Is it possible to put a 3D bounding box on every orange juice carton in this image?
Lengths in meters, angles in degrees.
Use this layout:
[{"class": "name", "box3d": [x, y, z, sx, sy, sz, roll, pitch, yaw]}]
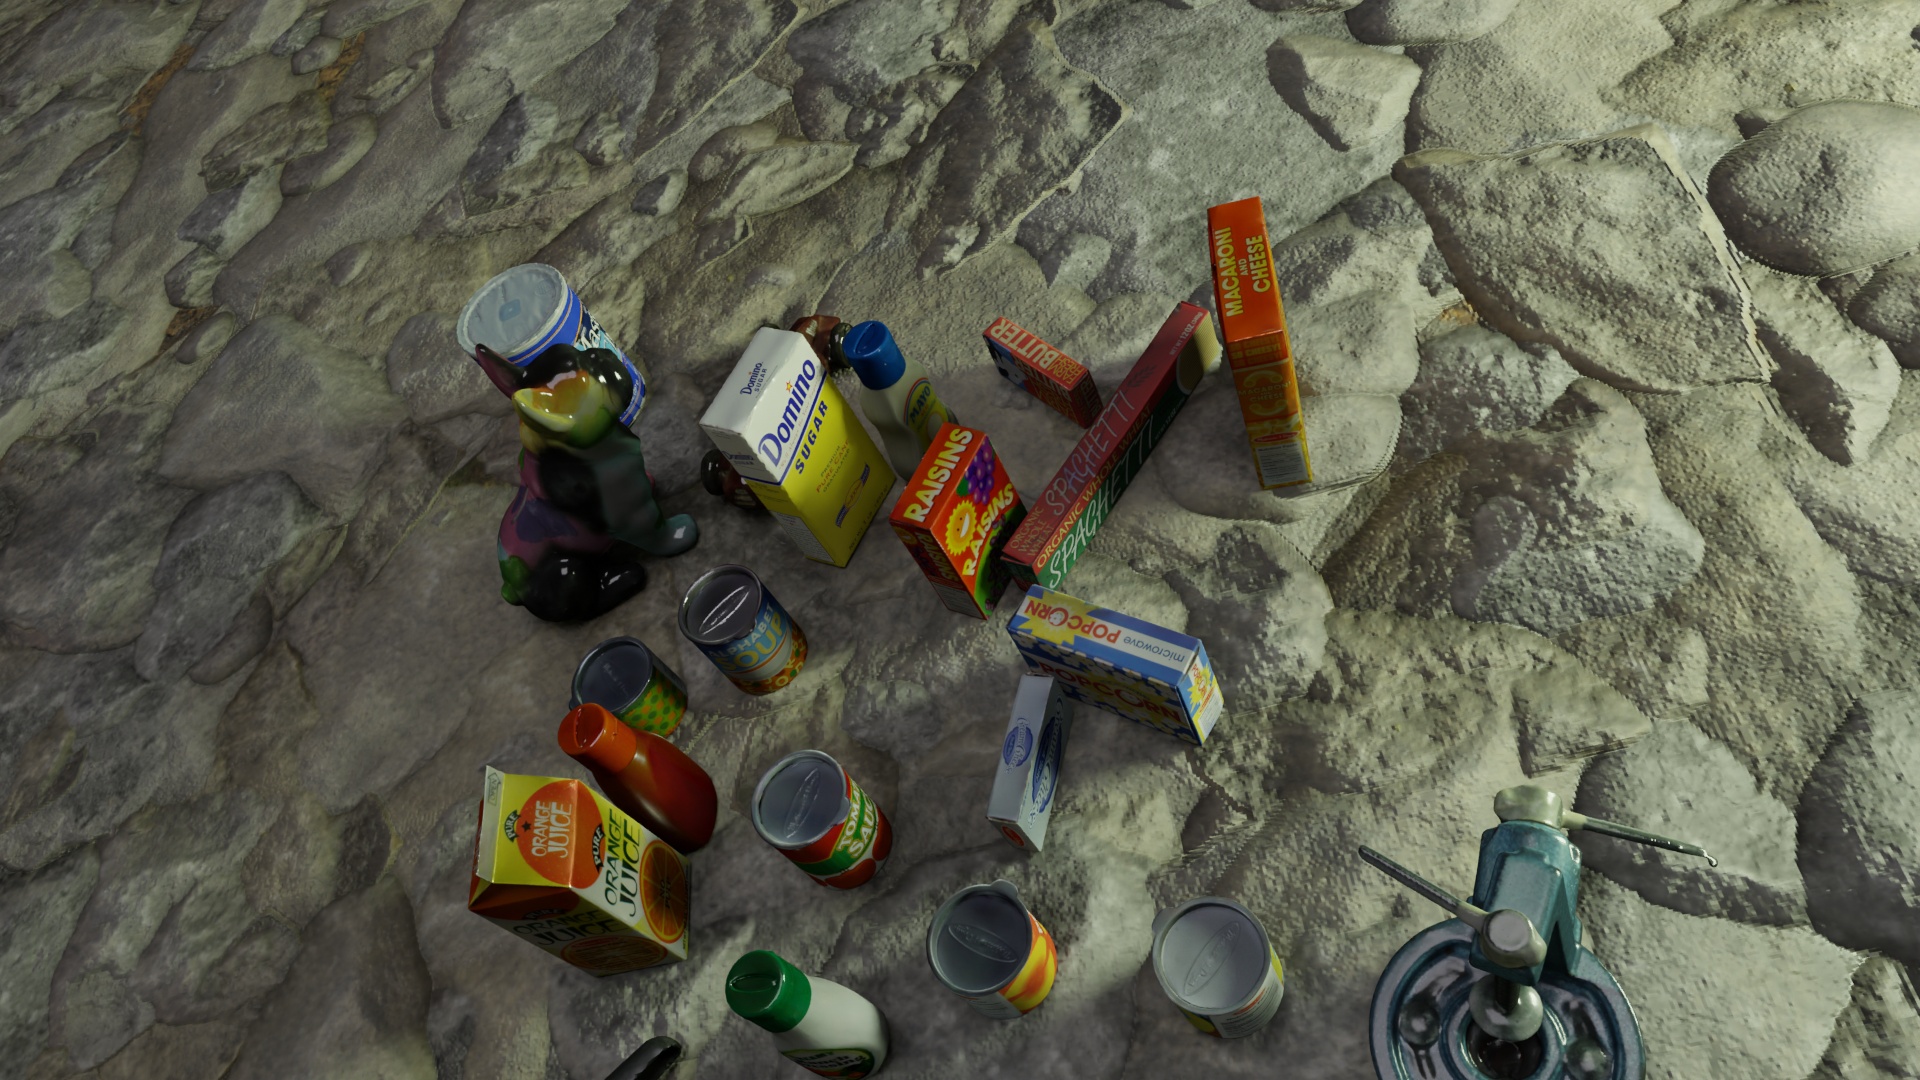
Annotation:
[{"class": "orange juice carton", "box3d": [-0.249, 0.213, 0.886, 0.073, 0.192, 0.072, -15, 54, 12]}]

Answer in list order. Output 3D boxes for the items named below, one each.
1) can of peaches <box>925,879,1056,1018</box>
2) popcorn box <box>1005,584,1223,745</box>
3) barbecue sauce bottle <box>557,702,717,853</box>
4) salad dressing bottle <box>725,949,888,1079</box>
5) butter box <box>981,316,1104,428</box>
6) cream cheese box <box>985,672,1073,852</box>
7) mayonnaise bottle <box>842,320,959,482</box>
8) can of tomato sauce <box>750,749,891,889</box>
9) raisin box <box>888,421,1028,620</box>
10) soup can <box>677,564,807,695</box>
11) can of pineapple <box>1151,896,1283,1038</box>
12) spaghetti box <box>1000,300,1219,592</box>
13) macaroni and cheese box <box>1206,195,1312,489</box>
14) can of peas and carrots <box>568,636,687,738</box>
[{"class": "can of peaches", "box3d": [0.021, 0.247, 0.840, 0.071, 0.058, 0.071, -10, 55, 15]}, {"class": "popcorn box", "box3d": [0.101, 0.081, 0.904, 0.127, 0.085, 0.038, 18, 66, 31]}, {"class": "barbecue sauce bottle", "box3d": [-0.216, 0.157, 0.938, 0.043, 0.148, 0.065, -16, 53, 11]}, {"class": "salad dressing bottle", "box3d": [-0.089, 0.277, 0.807, 0.064, 0.147, 0.044, -9, 55, 16]}, {"class": "butter box", "box3d": [0.064, -0.131, 1.083, 0.024, 0.053, 0.104, -45, 53, -10]}, {"class": "cream cheese box", "box3d": [0.046, 0.144, 0.903, 0.024, 0.053, 0.104, 3, 59, 24]}, {"class": "mayonnaise bottle", "box3d": [-0.045, -0.105, 1.048, 0.041, 0.147, 0.065, 14, 64, 29]}, {"class": "can of tomato sauce", "box3d": [-0.088, 0.185, 0.910, 0.071, 0.082, 0.071, -11, 55, 15]}, {"class": "raisin box", "box3d": [0.004, -0.012, 0.982, 0.040, 0.123, 0.086, 17, 65, 30]}, {"class": "soup can", "box3d": [-0.156, 0.068, 1.016, 0.071, 0.083, 0.072, -11, 55, 15]}, {"class": "can of pineapple", "box3d": [0.147, 0.243, 0.793, 0.071, 0.057, 0.071, -10, 55, 15]}, {"class": "spaghetti box", "box3d": [0.114, -0.068, 1.022, 0.029, 0.050, 0.251, 24, 69, 33]}, {"class": "macaroni and cheese box", "box3d": [0.206, -0.132, 0.955, 0.040, 0.165, 0.124, -11, 55, 15]}, {"class": "can of peas and carrots", "box3d": [-0.248, 0.116, 1.036, 0.071, 0.058, 0.071, -10, 55, 15]}]
